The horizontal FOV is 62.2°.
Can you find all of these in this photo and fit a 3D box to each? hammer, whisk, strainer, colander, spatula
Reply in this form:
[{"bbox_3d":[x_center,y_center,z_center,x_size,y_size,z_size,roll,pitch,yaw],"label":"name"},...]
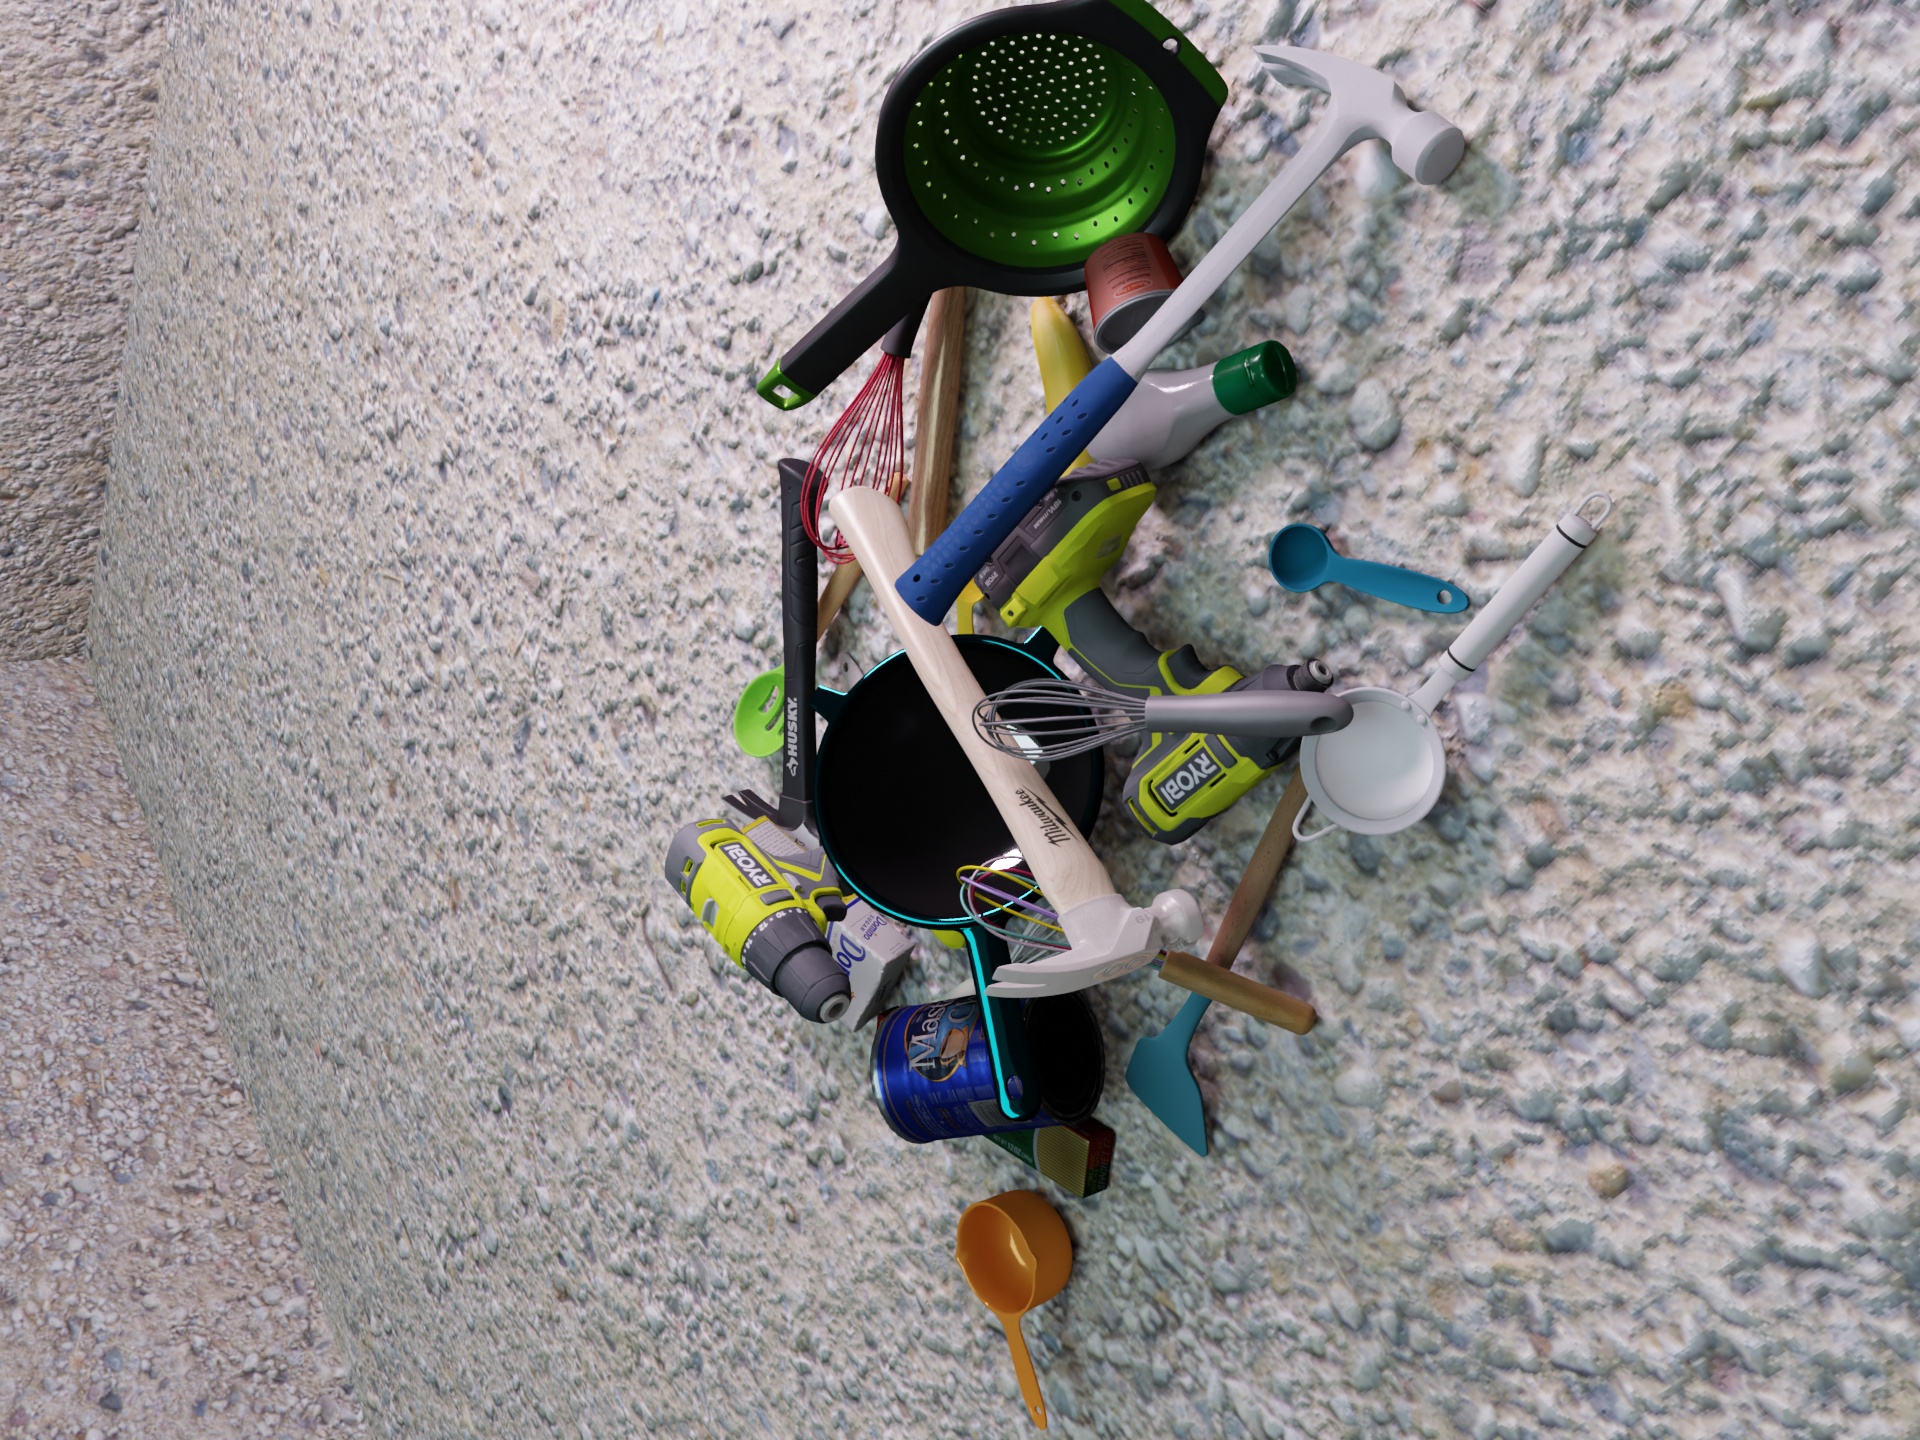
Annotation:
[{"bbox_3d":[0.102,-0.220,0.946,0.405,0.035,0.144,-47,56,15],"label":"hammer"},{"bbox_3d":[-0.138,-0.050,1.325,0.146,0.035,0.334,13,110,34],"label":"hammer"},{"bbox_3d":[0.038,0.188,1.200,0.246,0.057,0.059,-41,32,47],"label":"whisk"},{"bbox_3d":[-0.002,-0.003,1.052,0.411,0.146,0.038,60,148,30],"label":"hammer"},{"bbox_3d":[-0.014,-0.285,1.181,0.130,0.031,0.331,24,114,44],"label":"hammer"},{"bbox_3d":[0.275,-0.025,0.892,0.087,0.050,0.258,47,123,20],"label":"strainer"},{"bbox_3d":[-0.005,-0.345,1.062,0.397,0.204,0.095,-32,41,37],"label":"colander"},{"bbox_3d":[0.179,0.149,1.045,0.082,0.044,0.317,40,120,38],"label":"spatula"},{"bbox_3d":[0.117,-0.001,0.959,0.239,0.055,0.055,-1,96,26],"label":"whisk"},{"bbox_3d":[0.019,0.110,1.119,0.211,0.095,0.341,-16,72,12],"label":"strainer"},{"bbox_3d":[-0.055,-0.252,1.170,0.073,0.073,0.295,38,117,39],"label":"whisk"},{"bbox_3d":[0.110,0.145,1.014,0.245,0.051,0.047,22,123,5],"label":"whisk"}]

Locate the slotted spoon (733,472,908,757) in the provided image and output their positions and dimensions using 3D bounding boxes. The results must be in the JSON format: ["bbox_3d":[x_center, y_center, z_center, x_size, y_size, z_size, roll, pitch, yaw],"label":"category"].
[{"bbox_3d":[-0.116,-0.085,1.337,0.070,0.031,0.313,53,130,25],"label":"slotted spoon"}]

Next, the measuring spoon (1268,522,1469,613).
[{"bbox_3d":[0.243,-0.086,0.940,0.129,0.021,0.042,22,112,35],"label":"measuring spoon"}]

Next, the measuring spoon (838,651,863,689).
[{"bbox_3d":[-0.078,-0.005,1.312,0.034,0.018,0.124,-50,59,41],"label":"measuring spoon"}]

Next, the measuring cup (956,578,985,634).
[{"bbox_3d":[0.014,-0.073,1.199,0.062,0.029,0.156,25,127,44],"label":"measuring cup"}]

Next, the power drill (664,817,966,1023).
[{"bbox_3d":[-0.080,0.135,1.178,0.191,0.228,0.080,41,125,37],"label":"power drill"}]

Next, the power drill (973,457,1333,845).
[{"bbox_3d":[0.123,-0.051,1.014,0.223,0.080,0.171,53,134,10],"label":"power drill"}]

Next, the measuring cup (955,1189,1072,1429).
[{"bbox_3d":[0.055,0.445,1.214,0.095,0.052,0.174,-21,83,48],"label":"measuring cup"}]
